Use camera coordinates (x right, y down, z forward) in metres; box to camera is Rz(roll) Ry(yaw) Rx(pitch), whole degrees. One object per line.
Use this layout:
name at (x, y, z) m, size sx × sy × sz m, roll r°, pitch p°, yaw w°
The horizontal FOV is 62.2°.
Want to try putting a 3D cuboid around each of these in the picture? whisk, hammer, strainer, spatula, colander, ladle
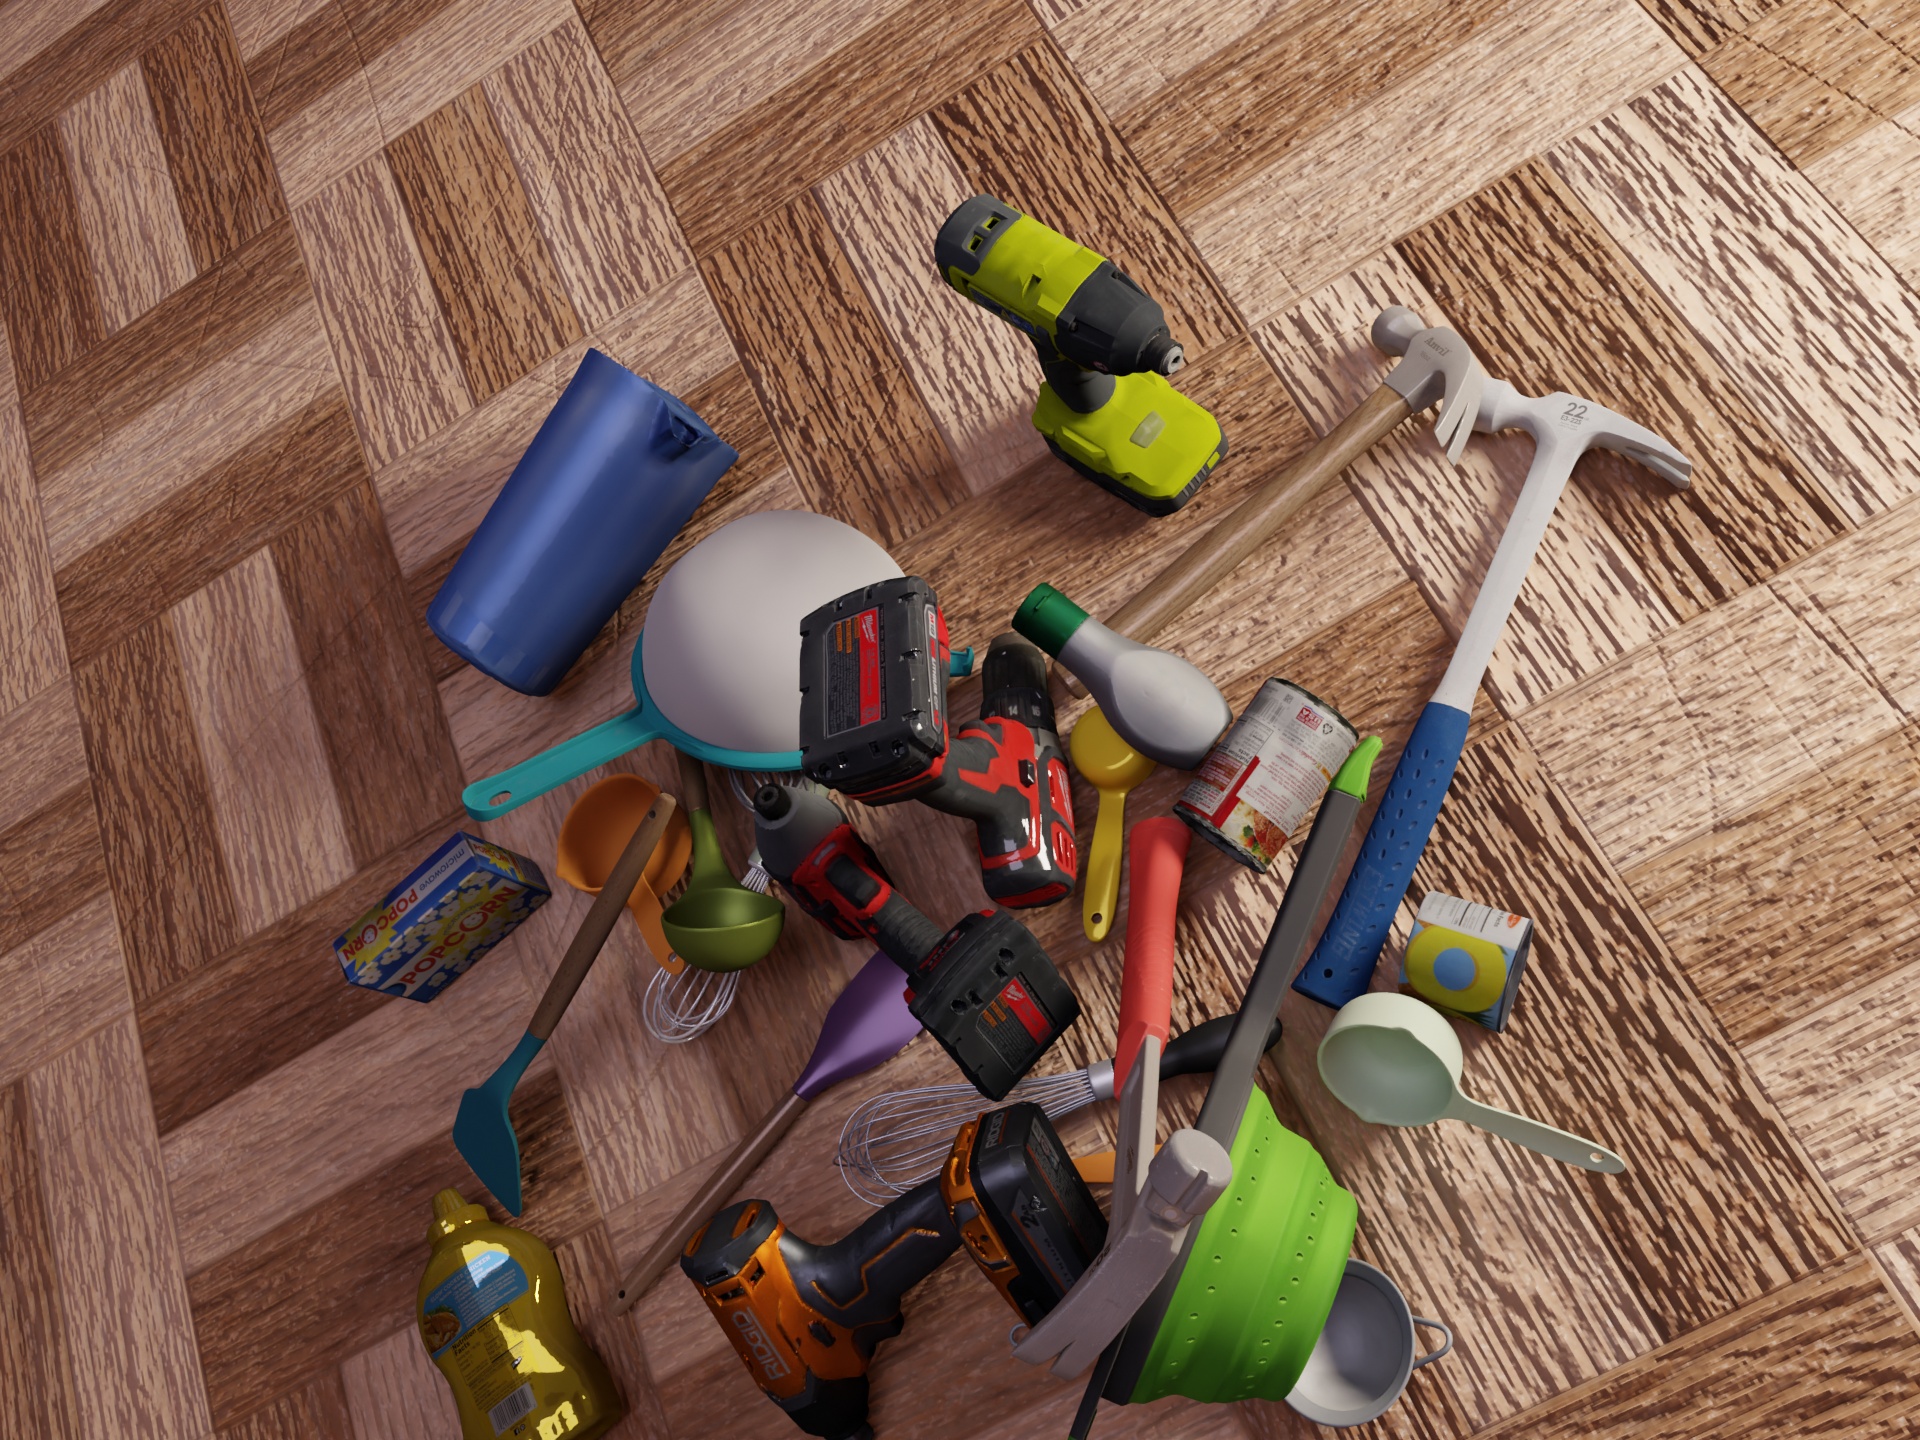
whisk at (-0.138, 0.107, 1.077) m, size 0.058 × 0.059 × 0.246 m, roll 14°, pitch 71°, yaw 53°
hammer at (0.303, -0.015, 0.953) m, size 0.144 × 0.035 × 0.405 m, roll 21°, pitch 80°, yaw 26°
hammer at (0.093, 0.165, 0.844) m, size 0.036 × 0.359 × 0.149 m, roll 27°, pitch 118°, yaw -5°
strainer at (0.146, 0.345, 0.886) m, size 0.258 × 0.050 × 0.087 m, roll -8°, pitch 56°, yaw 25°
hammer at (0.193, -0.129, 1.022) m, size 0.331 × 0.031 × 0.130 m, roll -41°, pitch 37°, yaw 9°
spatula at (-0.260, 0.184, 1.051) m, size 0.082 × 0.044 × 0.317 m, roll 37°, pitch 102°, yaw 30°
strainer at (-0.172, -0.045, 1.031) m, size 0.340 × 0.095 × 0.211 m, roll -29°, pitch 52°, yaw -23°
colander at (0.175, 0.204, 0.827) m, size 0.094 × 0.204 × 0.397 m, roll 22°, pitch 84°, yaw 13°
whisk at (-0.151, -0.014, 1.104) m, size 0.055 × 0.055 × 0.239 m, roll -34°, pitch 48°, yaw 7°
spatula at (-0.119, 0.263, 1.028) m, size 0.060 × 0.018 × 0.316 m, roll 41°, pitch 89°, yaw 27°
whisk at (0.057, 0.226, 0.956) m, size 0.284 × 0.070 × 0.070 m, roll -19°, pitch 66°, yaw 8°
ladle at (-0.180, 0.036, 1.079) m, size 0.078 × 0.062 × 0.321 m, roll -5°, pitch 49°, yaw -16°

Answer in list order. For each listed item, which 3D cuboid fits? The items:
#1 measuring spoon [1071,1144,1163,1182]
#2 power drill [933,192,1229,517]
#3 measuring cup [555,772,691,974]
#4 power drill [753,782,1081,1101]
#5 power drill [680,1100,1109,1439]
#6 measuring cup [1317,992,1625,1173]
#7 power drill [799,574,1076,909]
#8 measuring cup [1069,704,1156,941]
measuring spoon at (0.094, 0.266, 0.948) m, size 0.117 × 0.011 × 0.021 m, roll -10°, pitch 68°, yaw 18°
power drill at (0.089, -0.221, 1.002) m, size 0.171 × 0.223 × 0.080 m, roll 38°, pitch 89°, yaw 28°
measuring cup at (-0.211, 0.114, 1.084) m, size 0.095 × 0.052 × 0.174 m, roll -40°, pitch 53°, yaw 5°
power drill at (-0.040, 0.119, 0.957) m, size 0.078 × 0.143 × 0.220 m, roll -45°, pitch 50°, yaw -12°
power drill at (-0.028, 0.328, 0.912) m, size 0.226 × 0.084 × 0.164 m, roll -26°, pitch 100°, yaw 16°
measuring cup at (0.282, 0.201, 0.875) m, size 0.167 × 0.083 × 0.038 m, roll 20°, pitch 41°, yaw 15°
power drill at (-0.002, -0.003, 0.963) m, size 0.080 × 0.226 × 0.188 m, roll -18°, pitch 58°, yaw 25°
measuring cup at (0.091, 0.061, 1.010) m, size 0.062 × 0.029 × 0.157 m, roll 0°, pitch 69°, yaw 21°
